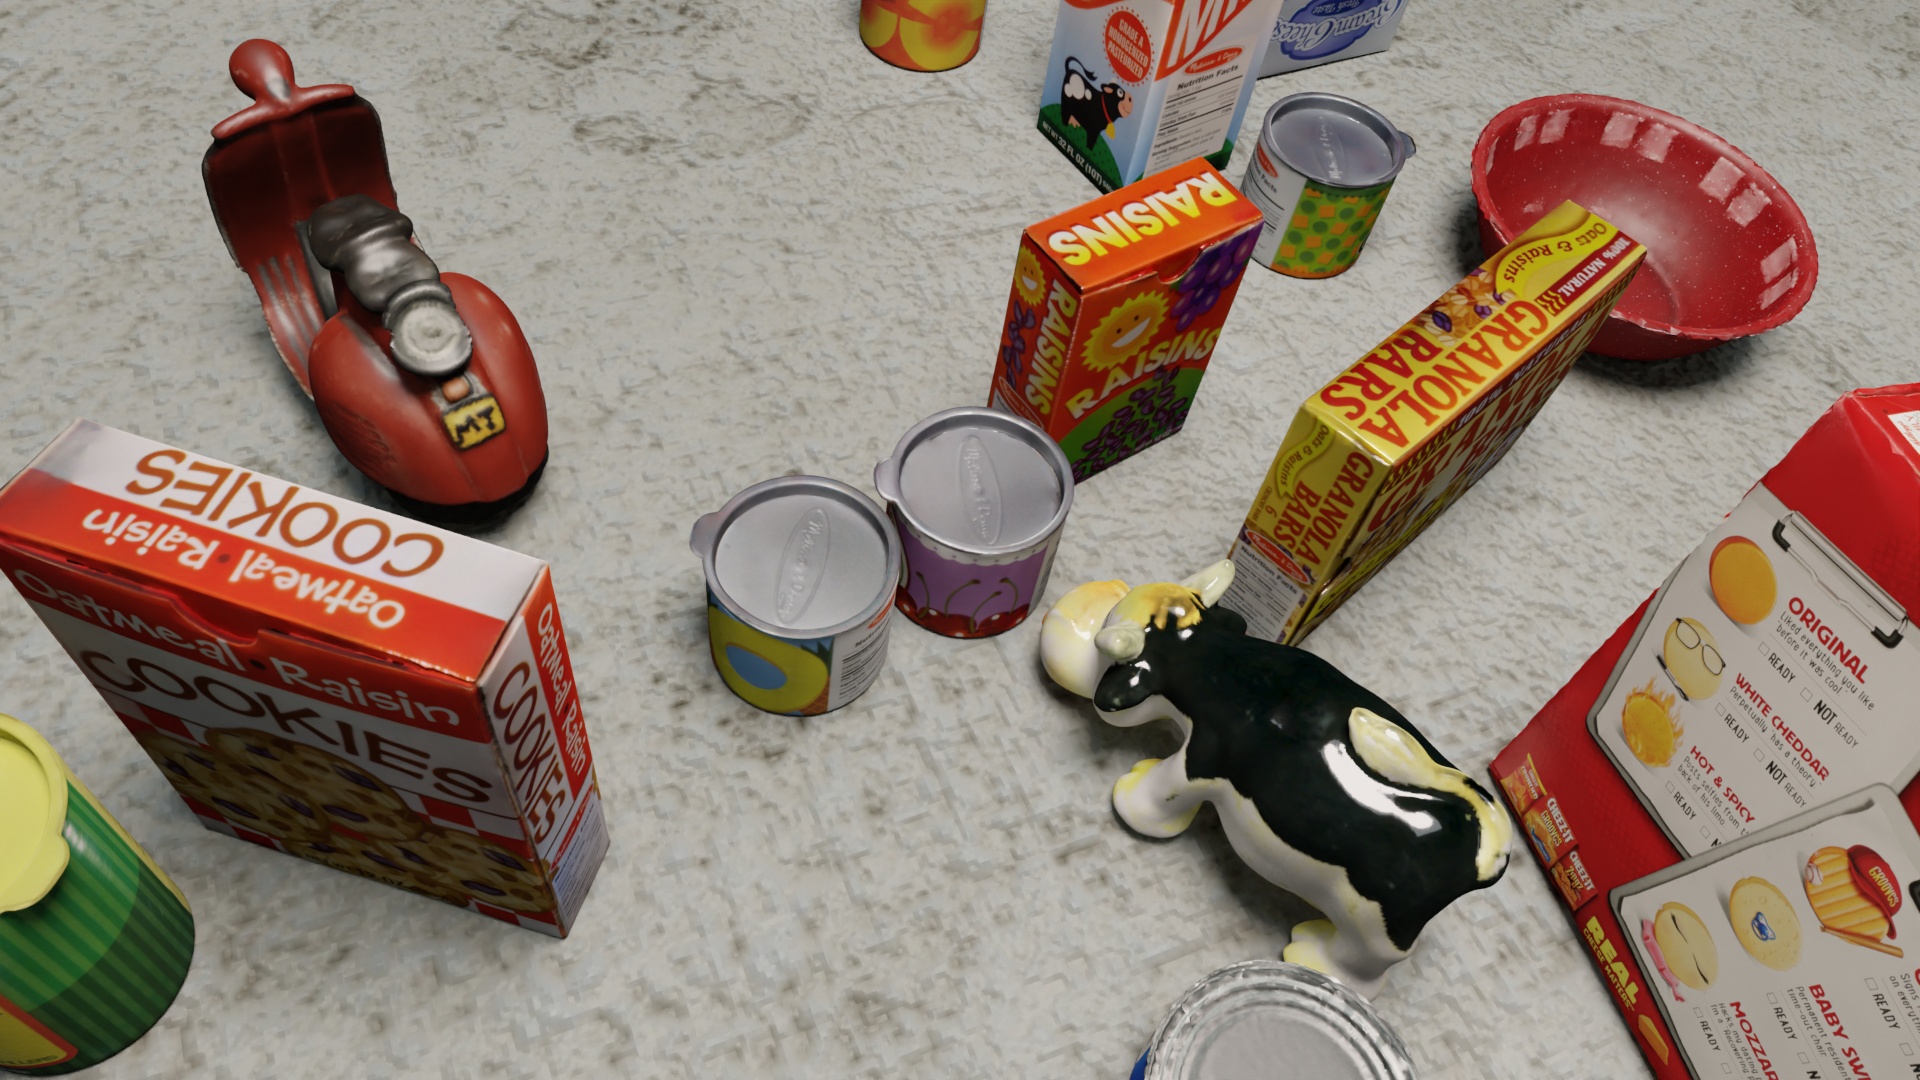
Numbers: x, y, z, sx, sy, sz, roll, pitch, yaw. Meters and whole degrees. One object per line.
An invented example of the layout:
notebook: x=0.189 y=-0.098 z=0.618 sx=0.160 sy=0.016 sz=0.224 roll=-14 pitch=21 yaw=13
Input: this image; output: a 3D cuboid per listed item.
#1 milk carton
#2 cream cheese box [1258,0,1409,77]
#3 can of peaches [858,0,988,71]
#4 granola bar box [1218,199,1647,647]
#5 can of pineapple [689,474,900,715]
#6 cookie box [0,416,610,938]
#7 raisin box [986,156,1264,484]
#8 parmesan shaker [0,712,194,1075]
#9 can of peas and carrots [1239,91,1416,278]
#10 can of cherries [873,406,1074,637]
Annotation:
milk carton: x=0.096 y=-0.252 z=0.621 sx=0.074 sy=0.189 sz=0.072 roll=-26 pitch=62 yaw=-24
cream cheese box: x=0.191 y=-0.281 z=0.740 sx=0.104 sy=0.053 sz=0.024 roll=-19 pitch=60 yaw=-20
can of peaches: x=-0.020 y=-0.282 z=0.707 sx=0.071 sy=0.057 sz=0.071 roll=4 pitch=54 yaw=-5
granola bar box: x=0.173 y=-0.040 z=0.521 sx=0.166 sy=0.123 sz=0.039 roll=-36 pitch=66 yaw=-28
can of pineapple: x=-0.057 y=0.019 z=0.486 sx=0.071 sy=0.057 sz=0.071 roll=4 pitch=54 yaw=-5
cookie box: x=-0.168 y=0.048 z=0.382 sx=0.123 sy=0.166 sz=0.040 roll=16 pitch=54 yaw=3
raisin box: x=0.058 y=-0.077 z=0.531 sx=0.086 sy=0.122 sz=0.040 roll=-26 pitch=62 yaw=-24
parmesan shaker: x=-0.254 y=0.099 z=0.373 sx=0.071 sy=0.102 sz=0.071 roll=4 pitch=54 yaw=-5
can of peas and carrots: x=0.168 y=-0.166 z=0.651 sx=0.071 sy=0.058 sz=0.071 roll=4 pitch=54 yaw=-5
can of cherries: x=0.002 y=-0.006 z=0.513 sx=0.071 sy=0.058 sz=0.072 roll=4 pitch=54 yaw=-5
